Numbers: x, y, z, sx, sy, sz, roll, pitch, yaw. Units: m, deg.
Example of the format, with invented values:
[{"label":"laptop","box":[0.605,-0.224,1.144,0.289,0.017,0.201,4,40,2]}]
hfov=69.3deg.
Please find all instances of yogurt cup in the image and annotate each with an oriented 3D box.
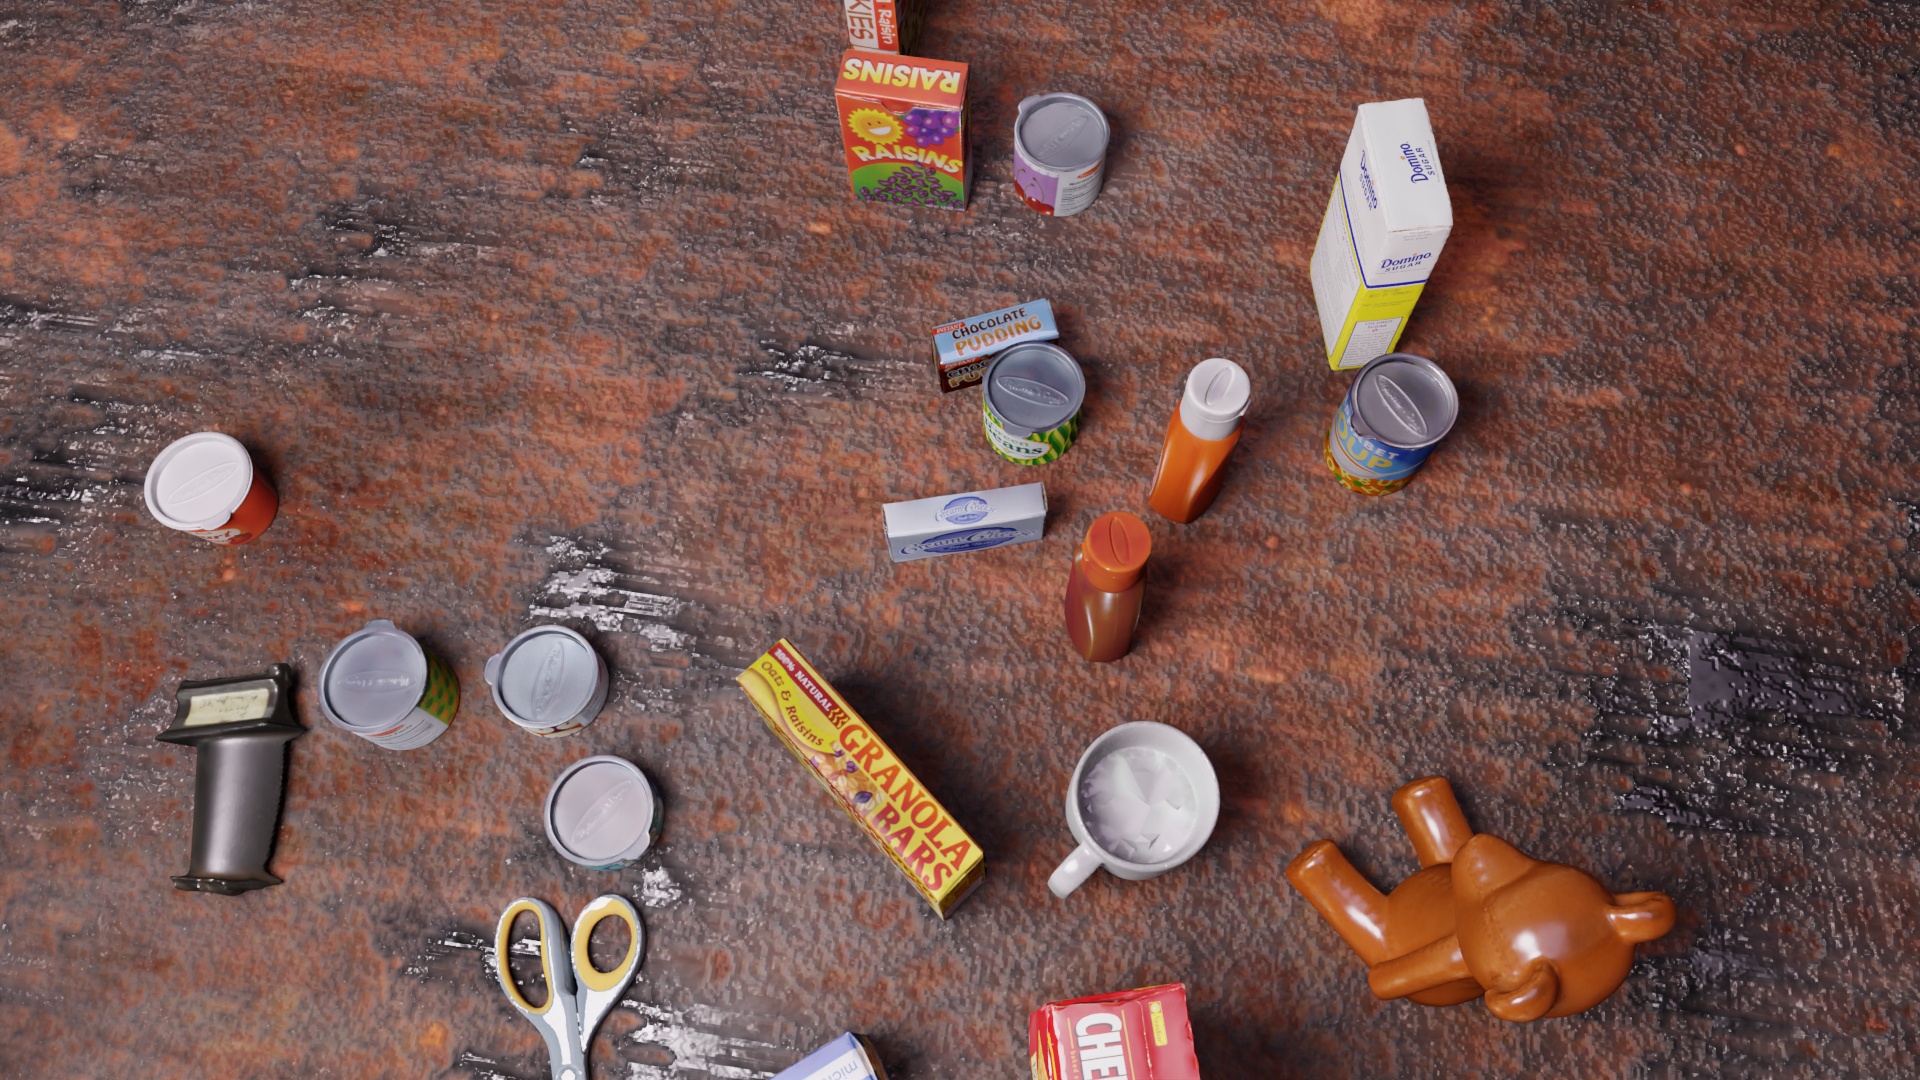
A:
[{"label":"yogurt cup","box":[-0.486,-0.030,0.910,0.072,0.053,0.072,0,70,1]}]

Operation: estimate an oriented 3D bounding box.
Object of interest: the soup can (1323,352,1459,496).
[{"label":"soup can","box":[0.273,-0.072,0.896,0.071,0.083,0.071,0,70,1]}]

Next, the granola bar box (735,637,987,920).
[{"label":"granola bar box","box":[-0.053,0.140,0.801,0.039,0.123,0.166,-42,74,-13]}]

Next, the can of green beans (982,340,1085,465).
[{"label":"can of green beans","box":[0.048,-0.090,0.920,0.071,0.057,0.071,0,70,1]}]

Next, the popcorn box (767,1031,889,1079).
[{"label":"popcorn box","box":[-0.101,0.317,0.757,0.127,0.085,0.038,-29,72,-9]}]

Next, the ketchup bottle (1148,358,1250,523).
[{"label":"ketchup bottle","box":[0.150,-0.063,0.860,0.043,0.148,0.065,29,73,11]}]

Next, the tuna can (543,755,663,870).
[{"label":"tuna can","box":[-0.214,0.167,0.842,0.071,0.032,0.071,0,70,1]}]

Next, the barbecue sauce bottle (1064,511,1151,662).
[{"label":"barbecue sauce bottle","box":[0.088,0.025,0.828,0.044,0.148,0.065,-8,70,-2]}]

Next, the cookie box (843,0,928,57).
[{"label":"cookie box","box":[-0.049,-0.412,0.983,0.040,0.167,0.123,10,71,5]}]

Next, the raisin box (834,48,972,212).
[{"label":"raisin box","box":[-0.037,-0.280,0.957,0.086,0.123,0.040,9,71,5]}]

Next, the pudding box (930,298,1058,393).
[{"label":"pudding box","box":[0.023,-0.132,0.940,0.084,0.049,0.030,-15,70,-4]}]

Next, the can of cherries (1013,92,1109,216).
[{"label":"can of cherries","box":[0.069,-0.276,0.988,0.071,0.058,0.072,0,70,1]}]

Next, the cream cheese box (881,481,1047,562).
[{"label":"cream cheese box","box":[0.003,-0.011,0.894,0.104,0.053,0.024,-8,70,-2]}]

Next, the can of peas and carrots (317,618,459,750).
[{"label":"can of peas and carrots","box":[-0.352,0.090,0.860,0.071,0.058,0.071,0,70,1]}]

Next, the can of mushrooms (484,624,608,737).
[{"label":"can of mushrooms","box":[-0.259,0.088,0.872,0.071,0.033,0.071,0,70,1]}]
